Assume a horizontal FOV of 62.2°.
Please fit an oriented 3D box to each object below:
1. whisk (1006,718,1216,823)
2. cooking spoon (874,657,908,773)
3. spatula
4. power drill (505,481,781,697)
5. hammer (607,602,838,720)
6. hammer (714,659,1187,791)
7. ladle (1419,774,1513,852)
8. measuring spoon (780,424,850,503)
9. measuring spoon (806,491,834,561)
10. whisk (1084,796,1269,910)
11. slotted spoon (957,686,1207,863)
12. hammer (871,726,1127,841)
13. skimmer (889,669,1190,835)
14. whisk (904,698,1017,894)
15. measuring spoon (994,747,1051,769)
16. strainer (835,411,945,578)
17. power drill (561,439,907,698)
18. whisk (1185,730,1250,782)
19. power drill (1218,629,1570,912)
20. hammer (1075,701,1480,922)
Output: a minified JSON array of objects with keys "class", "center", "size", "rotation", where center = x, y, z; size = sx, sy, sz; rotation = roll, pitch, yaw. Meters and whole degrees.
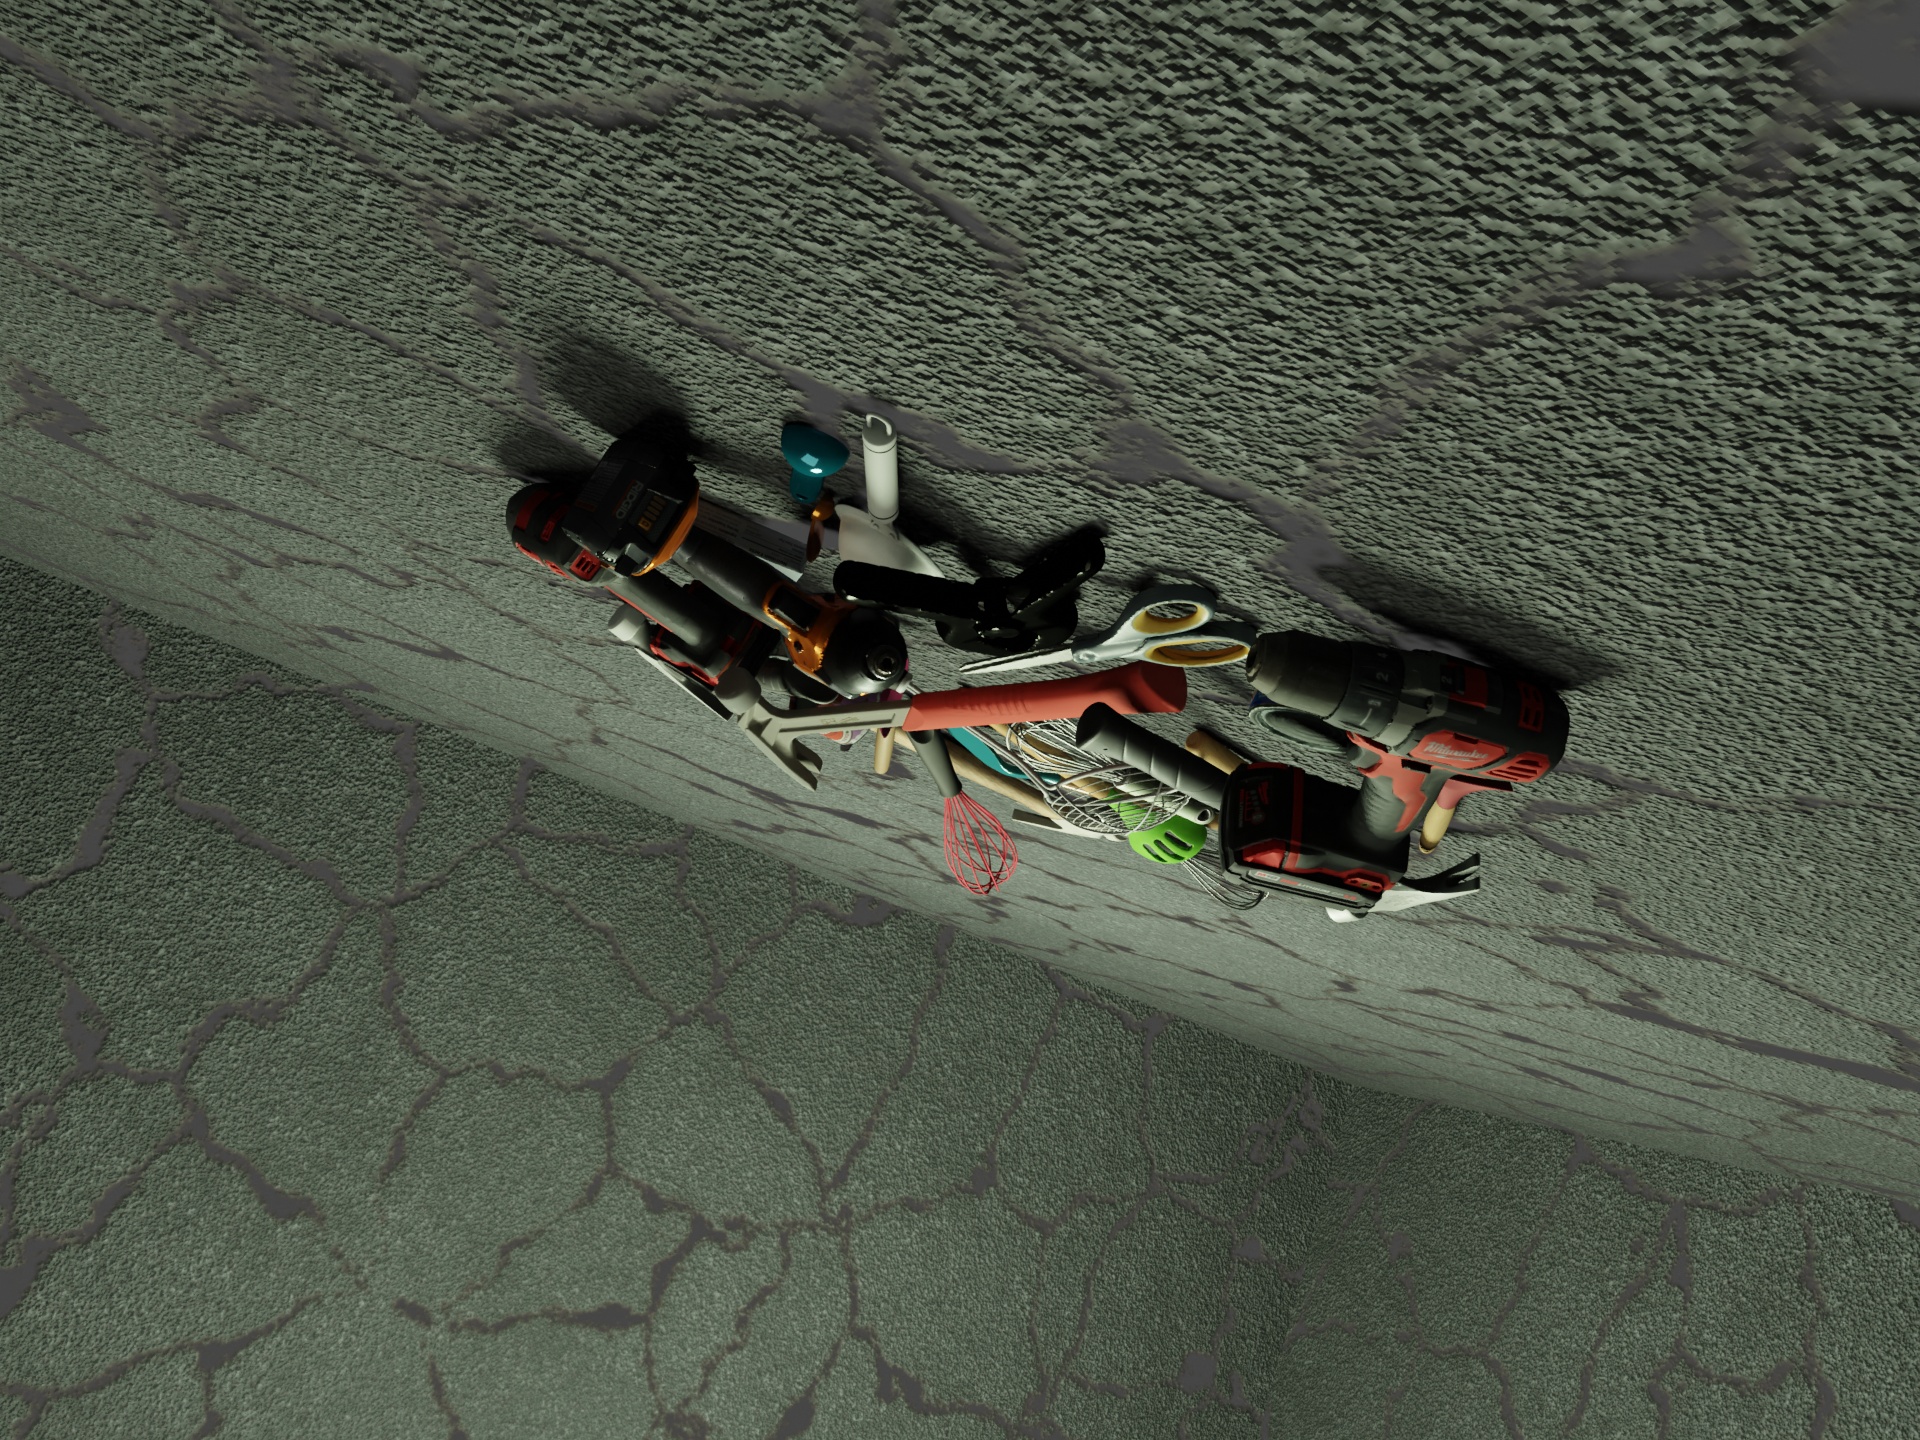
[{"class":"whisk","center":[0.137,0.045,1.409],"size":[0.246,0.058,0.059],"rotation":[24,-159,-32]},{"class":"cooking spoon","center":[-0.068,0.008,1.449],"size":[0.017,0.069,0.318],"rotation":[19,165,1]},{"class":"spatula","center":[0.120,0.050,1.492],"size":[0.317,0.044,0.082],"rotation":[16,168,-8]},{"class":"power drill","center":[-0.253,-0.107,1.232],"size":[0.143,0.078,0.219],"rotation":[28,172,47]},{"class":"hammer","center":[-0.193,-0.042,1.393],"size":[0.146,0.035,0.335],"rotation":[41,164,-28]},{"class":"hammer","center":[-0.002,-0.004,1.192],"size":[0.359,0.037,0.149],"rotation":[-5,147,27]},{"class":"ladle","center":[0.364,0.067,1.194],"size":[0.069,0.031,0.315],"rotation":[14,168,14]},{"class":"measuring spoon","center":[-0.095,-0.147,0.972],"size":[0.042,0.021,0.128],"rotation":[20,167,-6]},{"class":"measuring spoon","center":[-0.092,-0.125,1.059],"size":[0.011,0.021,0.117],"rotation":[32,166,0]},{"class":"whisk","center":[0.226,0.135,1.650],"size":[0.238,0.055,0.055],"rotation":[28,165,-19]},{"class":"slotted spoon","center":[0.111,0.054,1.443],"size":[0.313,0.031,0.070],"rotation":[35,128,-28]},{"class":"hammer","center":[0.019,0.052,1.621],"size":[0.331,0.031,0.130],"rotation":[28,164,-32]},{"class":"skimmer","center":[0.021,-0.018,1.273],"size":[0.363,0.090,0.127],"rotation":[34,159,0]},{"class":"whisk","center":[-0.004,0.080,1.569],"size":[0.073,0.073,0.295],"rotation":[12,145,30]},{"class":"measuring spoon","center":[0.057,0.042,1.552],"size":[0.124,0.018,0.034],"rotation":[19,167,6]},{"class":"strainer","center":[-0.049,-0.125,0.966],"size":[0.087,0.050,0.258],"rotation":[32,165,8]},{"class":"power drill","center":[-0.136,-0.090,1.033],"size":[0.226,0.084,0.164],"rotation":[33,177,-23]},{"class":"whisk","center":[0.264,0.071,1.323],"size":[0.244,0.051,0.047],"rotation":[32,168,-35]},{"class":"power drill","center":[0.232,0.027,0.975],"size":[0.188,0.080,0.226],"rotation":[15,148,-9]},{"class":"hammer","center":[0.236,0.073,1.202],"size":[0.408,0.036,0.149],"rotation":[27,150,-36]}]
